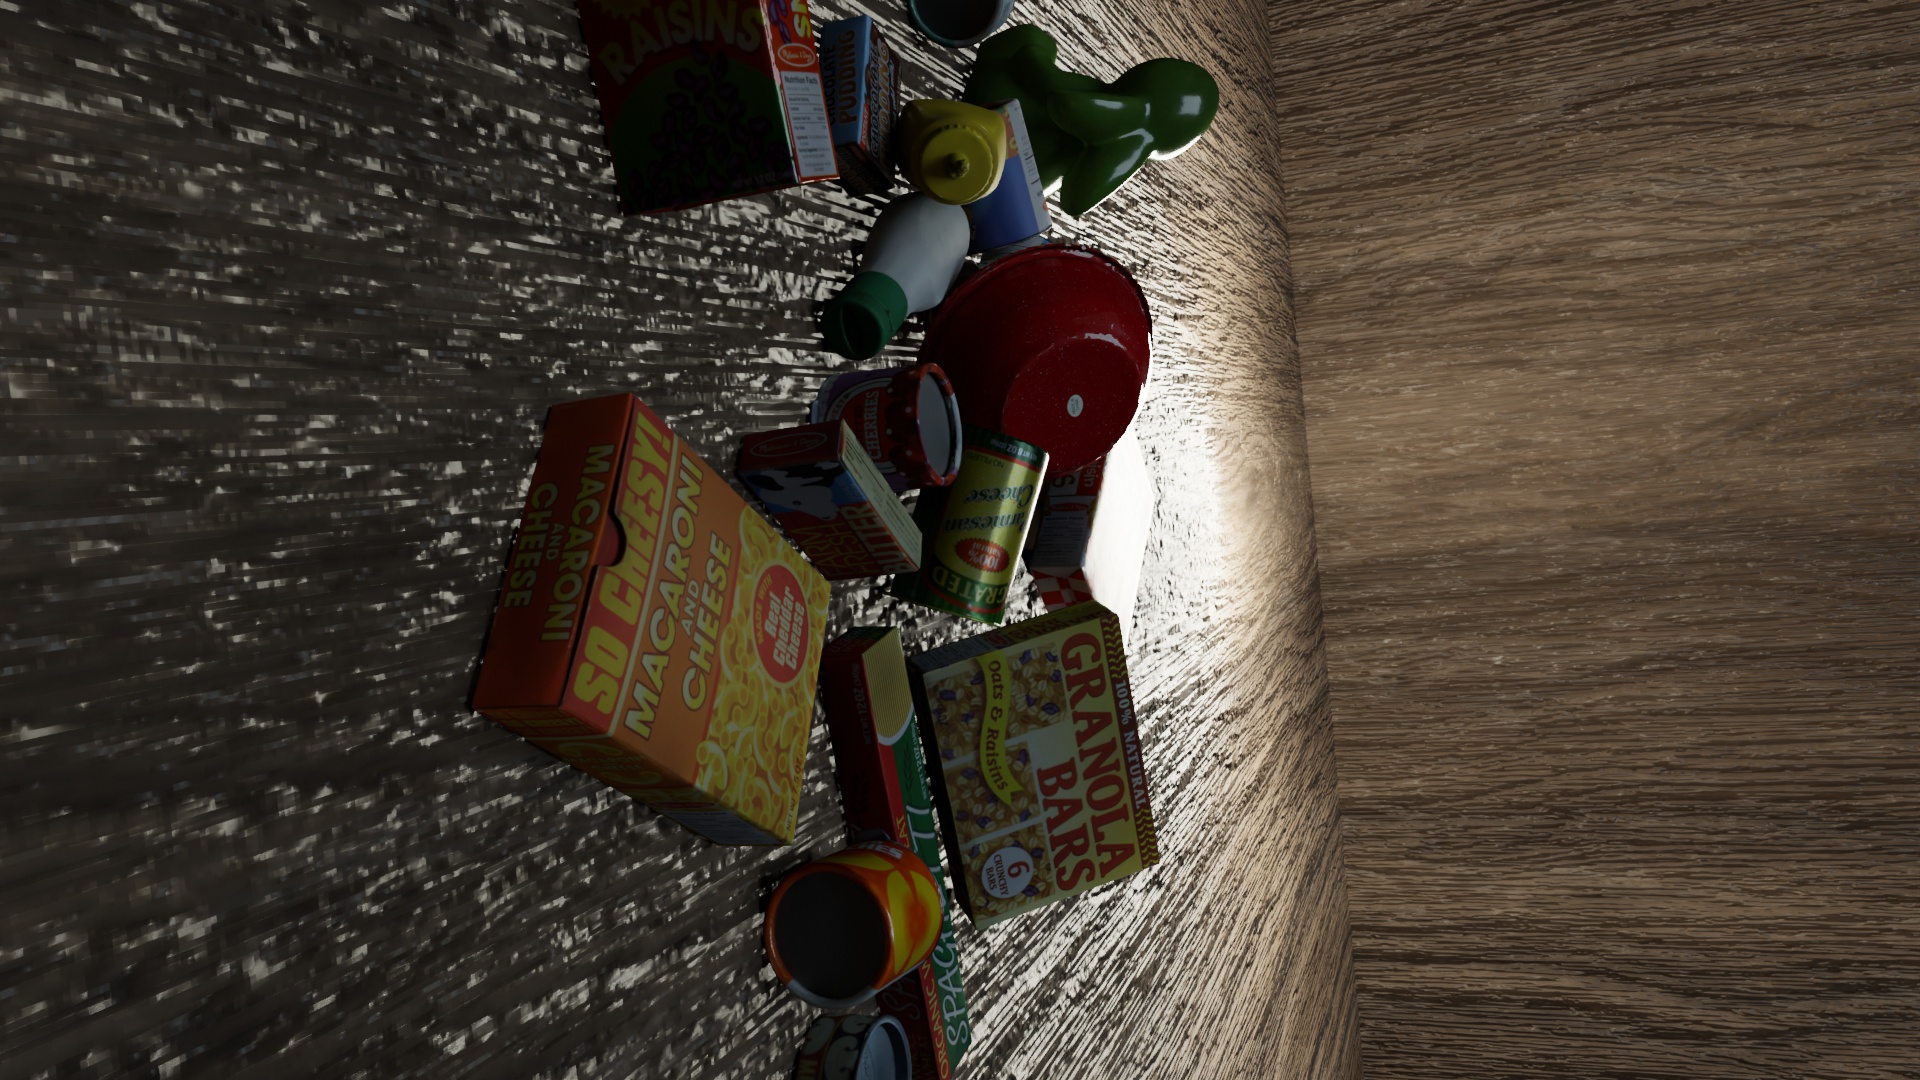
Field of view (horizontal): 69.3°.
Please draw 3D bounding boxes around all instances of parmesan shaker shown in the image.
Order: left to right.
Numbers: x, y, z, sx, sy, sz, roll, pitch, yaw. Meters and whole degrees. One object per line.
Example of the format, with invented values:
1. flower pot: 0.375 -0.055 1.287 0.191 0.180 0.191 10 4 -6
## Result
1. parmesan shaker: 0.003 -0.010 0.778 0.071 0.071 0.103 23 83 -67

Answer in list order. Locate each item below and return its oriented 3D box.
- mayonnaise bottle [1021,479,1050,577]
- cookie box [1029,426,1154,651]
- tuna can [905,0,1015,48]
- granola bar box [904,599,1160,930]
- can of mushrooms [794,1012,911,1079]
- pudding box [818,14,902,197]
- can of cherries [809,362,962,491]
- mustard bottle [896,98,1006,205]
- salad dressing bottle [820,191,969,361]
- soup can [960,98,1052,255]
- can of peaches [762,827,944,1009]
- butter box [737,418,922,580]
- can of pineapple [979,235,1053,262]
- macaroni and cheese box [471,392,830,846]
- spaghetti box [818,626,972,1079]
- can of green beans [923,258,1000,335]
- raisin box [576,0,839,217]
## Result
1. mayonnaise bottle: 0.043 -0.030 0.960 0.147 0.041 0.065 65 31 -45
2. cookie box: 0.095 -0.008 0.977 0.122 0.040 0.168 66 31 -45
3. tuna can: -0.002 -0.351 0.881 0.033 0.071 0.070 -61 141 -54
4. granola bar box: 0.044 0.131 0.820 0.039 0.124 0.165 -148 -135 -67
5. can of mushrooms: -0.051 0.260 0.659 0.071 0.033 0.071 -5 91 -69
6. pudding box: -0.056 -0.238 0.761 0.049 0.030 0.084 40 48 -61
7. can of cherries: -0.038 -0.058 0.730 0.071 0.058 0.071 -6 91 -70
8. mustard bottle: -0.005 -0.216 0.777 0.161 0.065 0.048 -93 -169 -68
9. salad dressing bottle: -0.036 -0.149 0.779 0.148 0.044 0.064 -62 147 -53
10. soup can: 0.014 -0.233 0.893 0.072 0.071 0.083 -55 132 -59
11. can of peaches: -0.049 0.173 0.640 0.058 0.071 0.071 3 83 -68
12. butter box: -0.060 -0.017 0.671 0.103 0.053 0.024 57 32 -52
13. can of pineapple: 0.038 -0.165 0.939 0.058 0.071 0.070 -66 145 -50
14. macaroni and cheese box: -0.110 0.038 0.547 0.166 0.040 0.124 52 38 -55
15. spaghetti box: -0.033 0.170 0.733 0.050 0.028 0.249 -35 118 -65
16. can of green beans: 0.017 -0.142 0.879 0.058 0.071 0.071 -46 128 -64
17. raisin box: -0.104 -0.197 0.551 0.040 0.086 0.123 -33 117 -61
